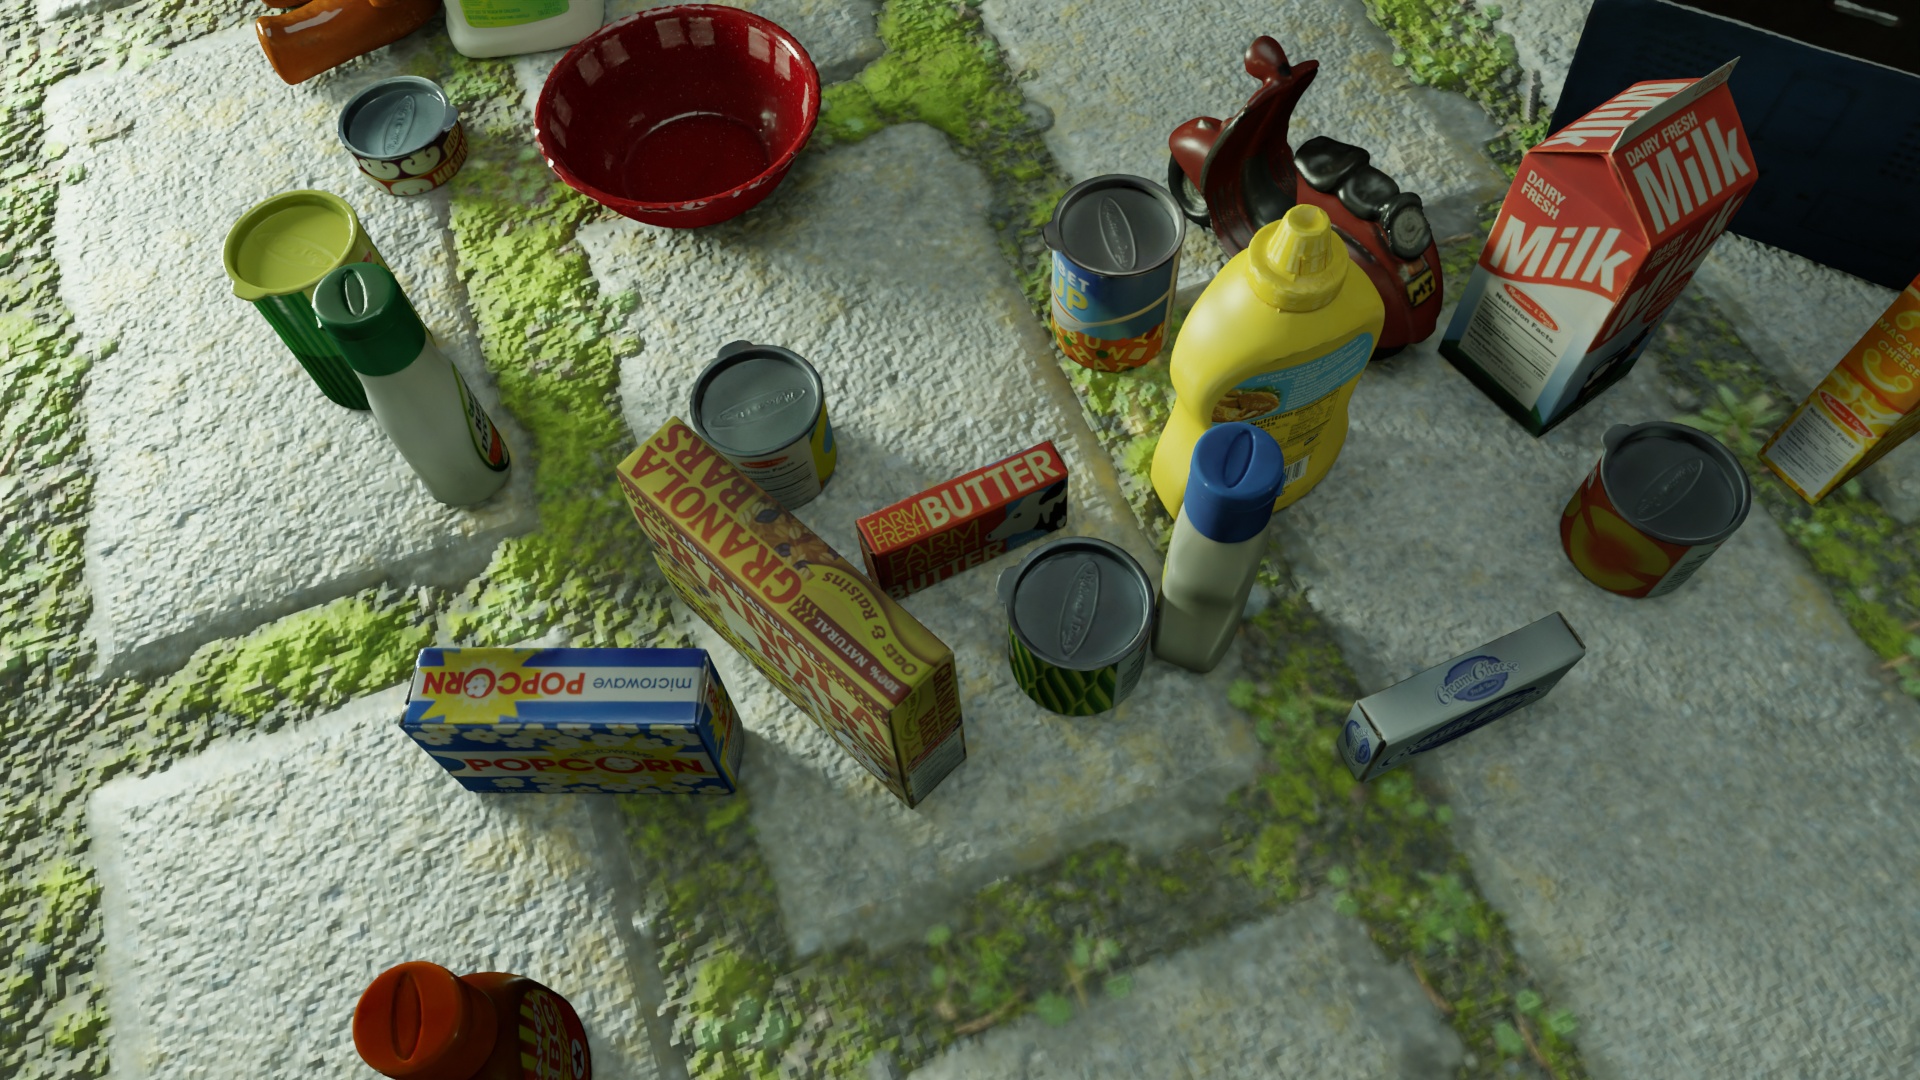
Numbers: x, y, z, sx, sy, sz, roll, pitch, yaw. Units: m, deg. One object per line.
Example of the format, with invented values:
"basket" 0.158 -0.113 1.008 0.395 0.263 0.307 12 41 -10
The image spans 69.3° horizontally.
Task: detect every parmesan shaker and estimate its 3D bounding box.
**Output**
"parmesan shaker" -0.325 -0.120 0.718 0.071 0.102 0.071 -1 61 2

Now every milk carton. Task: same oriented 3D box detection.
"milk carton" 0.300 -0.139 0.653 0.072 0.189 0.073 -33 65 -14

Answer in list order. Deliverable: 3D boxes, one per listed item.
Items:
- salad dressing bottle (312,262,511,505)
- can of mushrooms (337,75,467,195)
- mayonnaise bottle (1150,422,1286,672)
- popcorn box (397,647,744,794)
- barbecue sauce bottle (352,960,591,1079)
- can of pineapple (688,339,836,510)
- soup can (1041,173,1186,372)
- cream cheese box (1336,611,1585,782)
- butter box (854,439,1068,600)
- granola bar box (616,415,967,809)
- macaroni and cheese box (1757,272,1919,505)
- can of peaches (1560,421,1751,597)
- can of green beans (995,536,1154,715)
"salad dressing bottle" -0.260 -0.072 0.664 0.044 0.147 0.064 -20 62 -8
"can of mushrooms" -0.328 -0.240 0.824 0.071 0.033 0.071 -1 61 2
"mayonnaise bottle" 0.111 0.002 0.607 0.041 0.147 0.065 18 64 12
"popcorn box" -0.166 0.081 0.611 0.127 0.085 0.038 0 61 2
"barbecue sauce bottle" -0.178 0.190 0.515 0.044 0.148 0.065 -11 62 -3
"can of pineapple" -0.098 -0.057 0.700 0.071 0.057 0.071 -1 61 2
"soup can" 0.077 -0.137 0.722 0.071 0.083 0.071 -1 61 2
"cream cheese box" 0.221 0.070 0.618 0.104 0.053 0.024 -22 63 -10
"butter box" 0.002 -0.008 0.671 0.104 0.053 0.024 -23 63 -10
"granola bar box" -0.072 0.035 0.610 0.166 0.123 0.039 39 70 21
"macaroni and cheese box" 0.459 -0.099 0.638 0.124 0.165 0.040 -31 65 -14
"can of peaches" 0.325 -0.015 0.659 0.071 0.057 0.071 -1 61 2
"can of green beans" 0.054 0.040 0.639 0.071 0.057 0.071 -1 61 2
